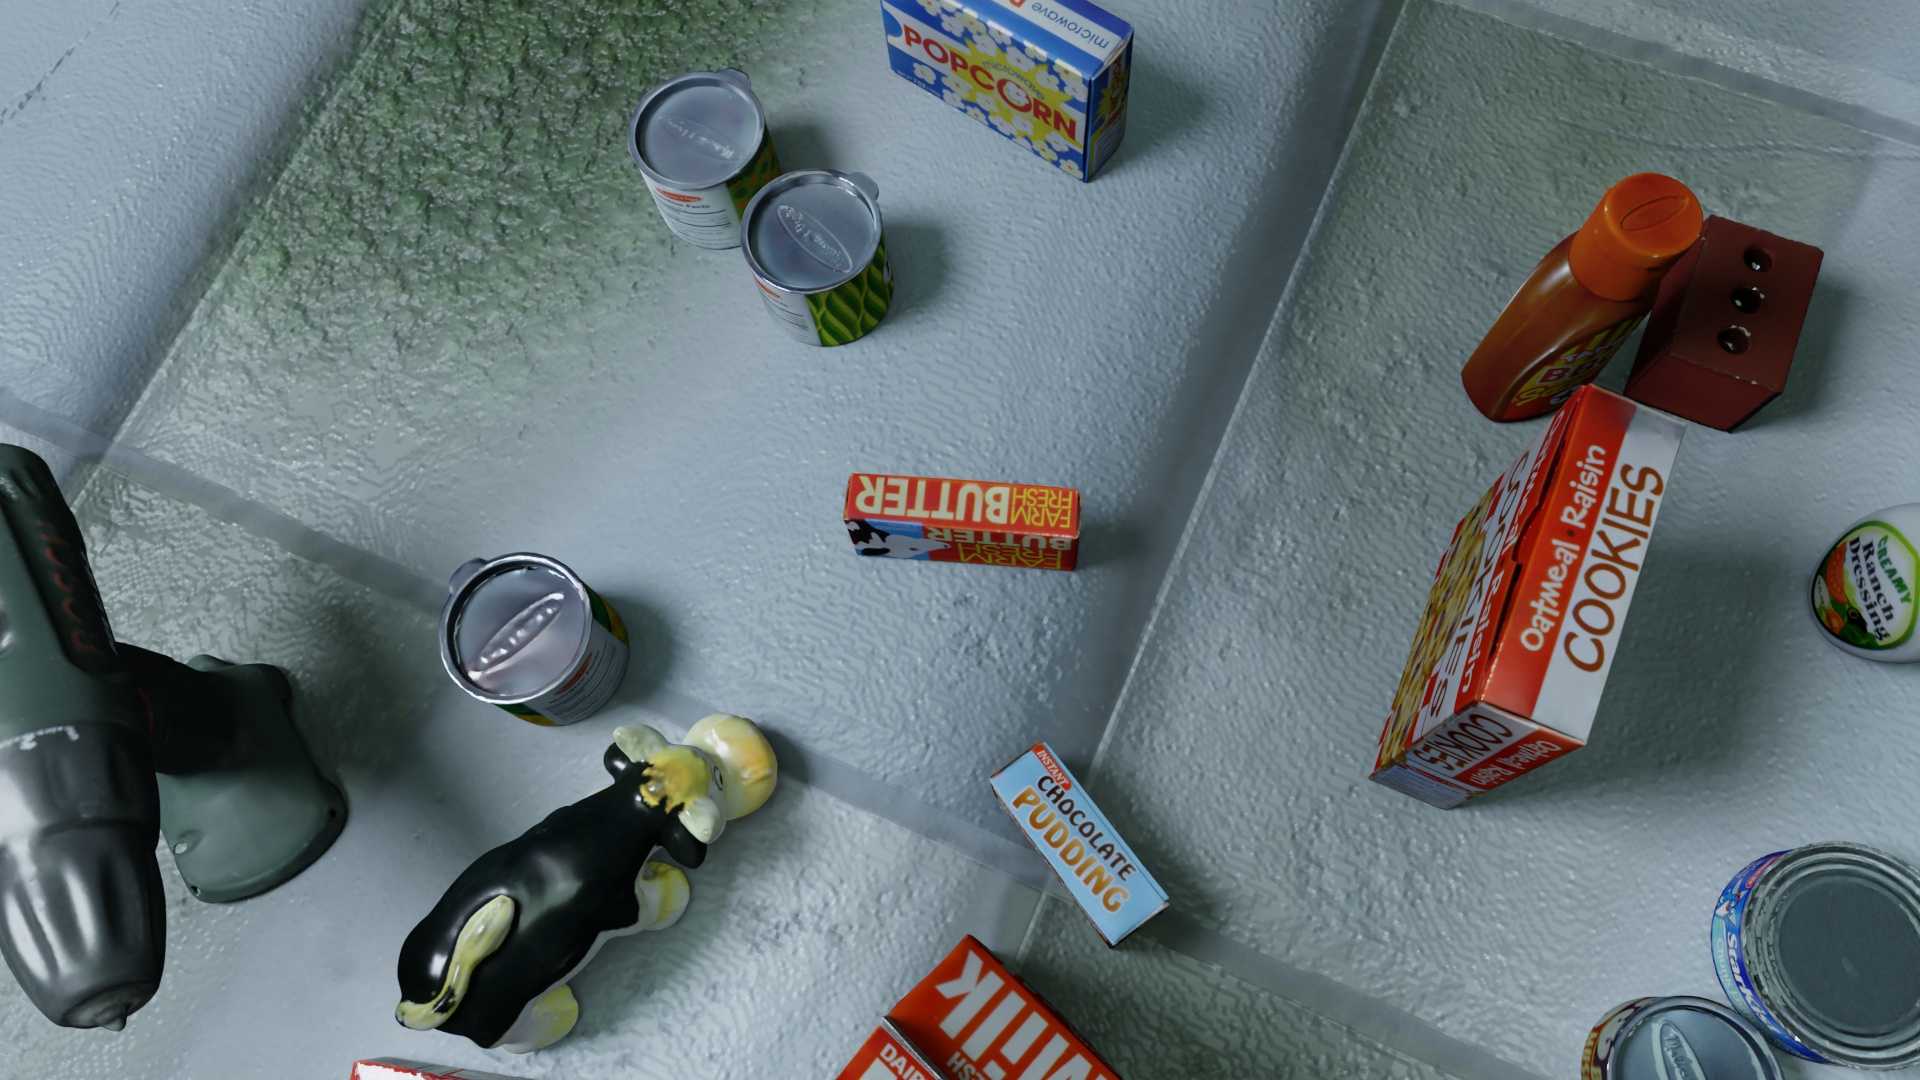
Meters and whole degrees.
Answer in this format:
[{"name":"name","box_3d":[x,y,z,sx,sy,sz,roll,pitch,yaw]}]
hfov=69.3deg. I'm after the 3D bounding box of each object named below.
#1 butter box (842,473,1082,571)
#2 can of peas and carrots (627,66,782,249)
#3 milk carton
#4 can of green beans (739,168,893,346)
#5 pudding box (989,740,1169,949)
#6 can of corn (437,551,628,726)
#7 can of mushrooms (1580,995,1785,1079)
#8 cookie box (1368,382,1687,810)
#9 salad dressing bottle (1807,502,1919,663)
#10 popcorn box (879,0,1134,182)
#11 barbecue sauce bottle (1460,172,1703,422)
[{"name":"butter box","box_3d":[0.002,-0.008,0.622,0.103,0.053,0.024,4,72,5]},{"name":"can of peas and carrots","box_3d":[-0.123,-0.189,0.687,0.071,0.058,0.071,-1,72,3]},{"name":"milk carton","box_3d":[0.008,0.190,0.482,0.072,0.190,0.073,41,79,15]},{"name":"can of green beans","box_3d":[-0.067,-0.134,0.666,0.071,0.057,0.071,-1,72,3]},{"name":"pudding box","box_3d":[0.049,0.126,0.575,0.030,0.049,0.084,-36,73,-8]},{"name":"can of corn","box_3d":[-0.188,0.043,0.613,0.071,0.058,0.071,-1,72,3]},{"name":"can of mushrooms","box_3d":[0.278,0.213,0.541,0.071,0.033,0.071,-1,71,3]},{"name":"cookie box","box_3d":[0.211,0.030,0.536,0.040,0.167,0.123,22,74,10]},{"name":"salad dressing bottle","box_3d":[0.392,0.007,0.544,0.044,0.147,0.064,-5,72,2]},{"name":"popcorn box","box_3d":[0.022,-0.240,0.682,0.127,0.085,0.038,34,77,13]},{"name":"barbecue sauce bottle","box_3d":[0.263,-0.100,0.587,0.065,0.148,0.044,-23,72,-4]}]
